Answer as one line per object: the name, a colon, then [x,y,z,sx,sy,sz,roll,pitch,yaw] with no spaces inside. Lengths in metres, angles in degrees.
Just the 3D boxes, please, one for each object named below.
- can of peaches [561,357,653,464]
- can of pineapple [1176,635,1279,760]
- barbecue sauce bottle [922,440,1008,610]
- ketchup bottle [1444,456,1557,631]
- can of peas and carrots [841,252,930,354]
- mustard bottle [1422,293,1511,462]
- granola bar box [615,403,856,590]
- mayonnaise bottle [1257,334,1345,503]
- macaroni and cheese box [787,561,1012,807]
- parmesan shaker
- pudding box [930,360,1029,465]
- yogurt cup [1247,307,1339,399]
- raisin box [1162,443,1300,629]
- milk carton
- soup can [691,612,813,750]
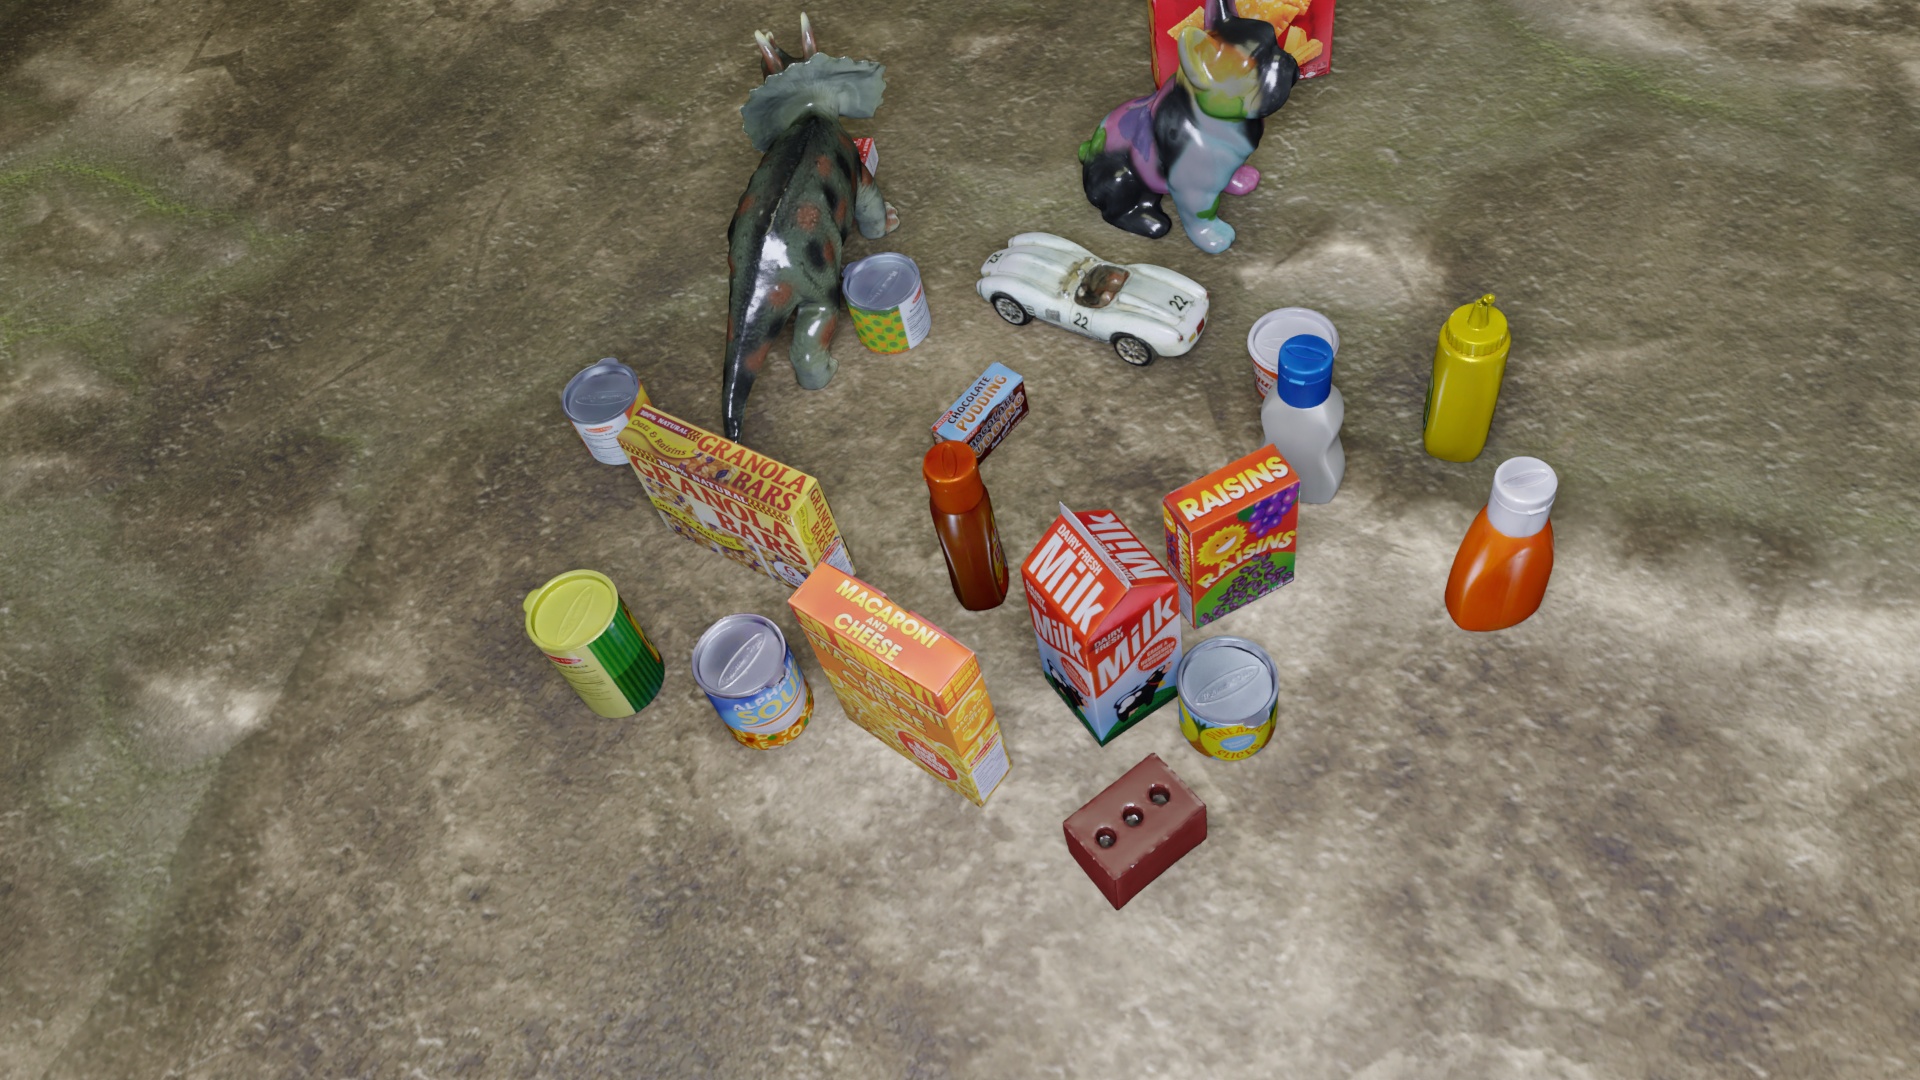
can of peaches: [-0.290,-0.107,1.158,0.071,0.057,0.071,-5,55,7]
can of pineapple: [0.178,0.107,0.922,0.071,0.057,0.071,-5,55,7]
barbecue sauce bottle: [0.004,-0.012,0.982,0.044,0.147,0.065,-10,55,4]
ketchup bottle: [0.356,0.004,0.904,0.065,0.148,0.044,-16,55,0]
can of peas and carrots: [-0.064,-0.201,1.180,0.071,0.058,0.071,-5,55,7]
mustard bottle: [0.359,-0.122,0.983,0.049,0.159,0.065,9,58,17]
granola bar box: [-0.165,-0.026,1.039,0.166,0.123,0.039,23,64,24]
mayonnaise bottle: [0.243,-0.085,0.987,0.065,0.147,0.041,18,61,21]
macaroni and cheese box: [-0.036,0.095,0.905,0.124,0.165,0.040,29,66,27]
parmesan shaker: [-0.263,0.075,1.000,0.071,0.102,0.071,-5,55,8]
pudding box: [0.016,-0.096,1.097,0.030,0.049,0.084,32,67,28]
yogurt cup: [0.258,-0.139,1.079,0.072,0.053,0.073,-5,55,7]
raisin box: [0.187,-0.001,0.955,0.086,0.122,0.040,-25,55,-7]
milk carton: [0.093,0.050,0.897,0.073,0.189,0.072,-32,56,-11]
soup can: [-0.142,0.101,0.971,0.071,0.083,0.072,-5,55,8]
